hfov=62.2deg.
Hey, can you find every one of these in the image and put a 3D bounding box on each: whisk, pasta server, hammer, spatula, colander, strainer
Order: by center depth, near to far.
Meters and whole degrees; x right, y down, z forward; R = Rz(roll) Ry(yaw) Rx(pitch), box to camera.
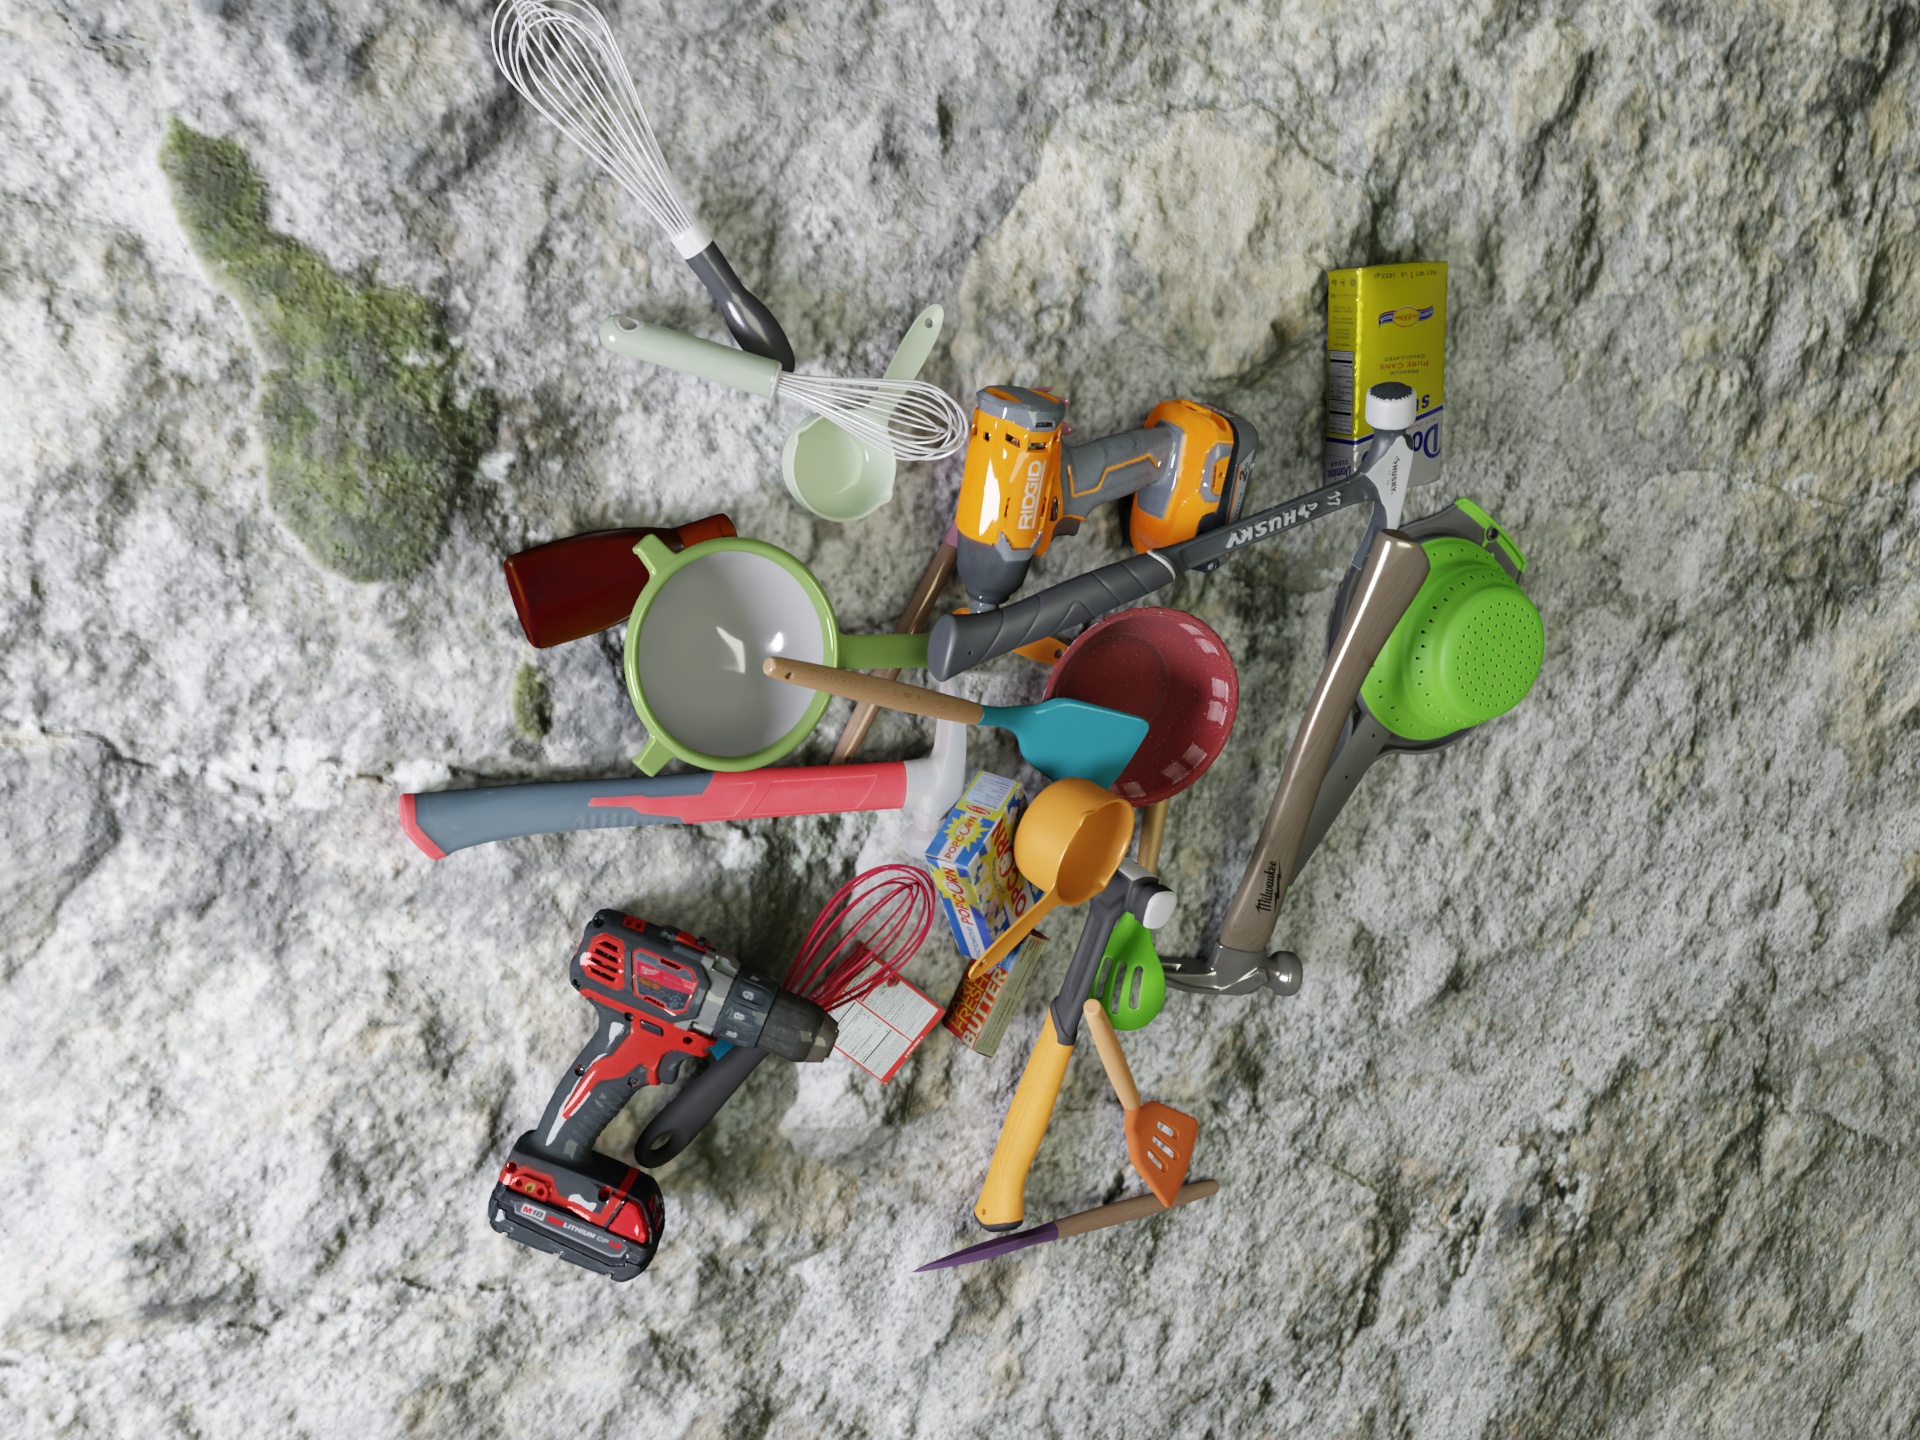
[{"bbox_3d":[-0.188,-0.330,0.998,0.070,0.070,0.284,-43,122,-10],"label":"whisk"},{"bbox_3d":[-0.113,-0.219,1.035,0.246,0.058,0.059,15,137,-9],"label":"whisk"},{"bbox_3d":[-0.115,-0.047,1.072,0.256,0.069,0.151,-3,97,-34],"label":"strainer"},{"bbox_3d":[-0.179,0.038,1.086,0.386,0.038,0.143,-3,108,-22],"label":"hammer"},{"bbox_3d":[-0.002,-0.004,1.096,0.317,0.044,0.082,12,120,-42],"label":"spatula"},{"bbox_3d":[0.158,-0.113,1.130,0.409,0.036,0.149,-23,128,-20],"label":"hammer"},{"bbox_3d":[-0.128,0.215,1.144,0.296,0.073,0.073,-45,118,2],"label":"whisk"},{"bbox_3d":[-0.014,-0.099,1.146,0.060,0.040,0.316,27,92,-46],"label":"pasta server"},{"bbox_3d":[0.139,0.293,1.250,0.081,0.041,0.322,-65,153,-26],"label":"spatula"},{"bbox_3d":[0.068,0.253,1.251,0.034,0.127,0.336,3,112,-40],"label":"hammer"},{"bbox_3d":[0.263,0.043,1.254,0.146,0.038,0.410,7,114,-21],"label":"hammer"},{"bbox_3d":[0.095,0.416,1.311,0.315,0.059,0.018,-3,66,-35],"label":"spatula"},{"bbox_3d":[0.372,0.004,1.326,0.204,0.095,0.397,36,86,-28],"label":"colander"}]

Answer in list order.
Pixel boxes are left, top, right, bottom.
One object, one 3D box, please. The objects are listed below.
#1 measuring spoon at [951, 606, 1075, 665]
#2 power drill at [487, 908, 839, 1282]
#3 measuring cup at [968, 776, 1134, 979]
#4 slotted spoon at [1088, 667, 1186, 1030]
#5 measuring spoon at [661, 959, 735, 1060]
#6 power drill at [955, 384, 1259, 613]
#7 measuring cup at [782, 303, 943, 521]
[{"bbox_3d":[0.039,-0.063,1.198,0.116,0.011,0.021,17,100,-32],"label":"measuring spoon"},{"bbox_3d":[-0.204,0.260,1.090,0.188,0.080,0.227,23,91,-3],"label":"power drill"},{"bbox_3d":[0.051,0.112,1.141,0.173,0.052,0.095,-43,144,-19],"label":"measuring cup"},{"bbox_3d":[0.150,0.098,1.273,0.031,0.070,0.314,0,100,-68],"label":"slotted spoon"},{"bbox_3d":[-0.182,0.214,1.150,0.042,0.021,0.128,-33,115,-16],"label":"measuring spoon"},{"bbox_3d":[0.096,-0.153,1.139,0.226,0.084,0.164,-6,119,-34],"label":"power drill"},{"bbox_3d":[-0.063,-0.215,1.095,0.083,0.038,0.167,33,85,-28],"label":"measuring cup"}]
